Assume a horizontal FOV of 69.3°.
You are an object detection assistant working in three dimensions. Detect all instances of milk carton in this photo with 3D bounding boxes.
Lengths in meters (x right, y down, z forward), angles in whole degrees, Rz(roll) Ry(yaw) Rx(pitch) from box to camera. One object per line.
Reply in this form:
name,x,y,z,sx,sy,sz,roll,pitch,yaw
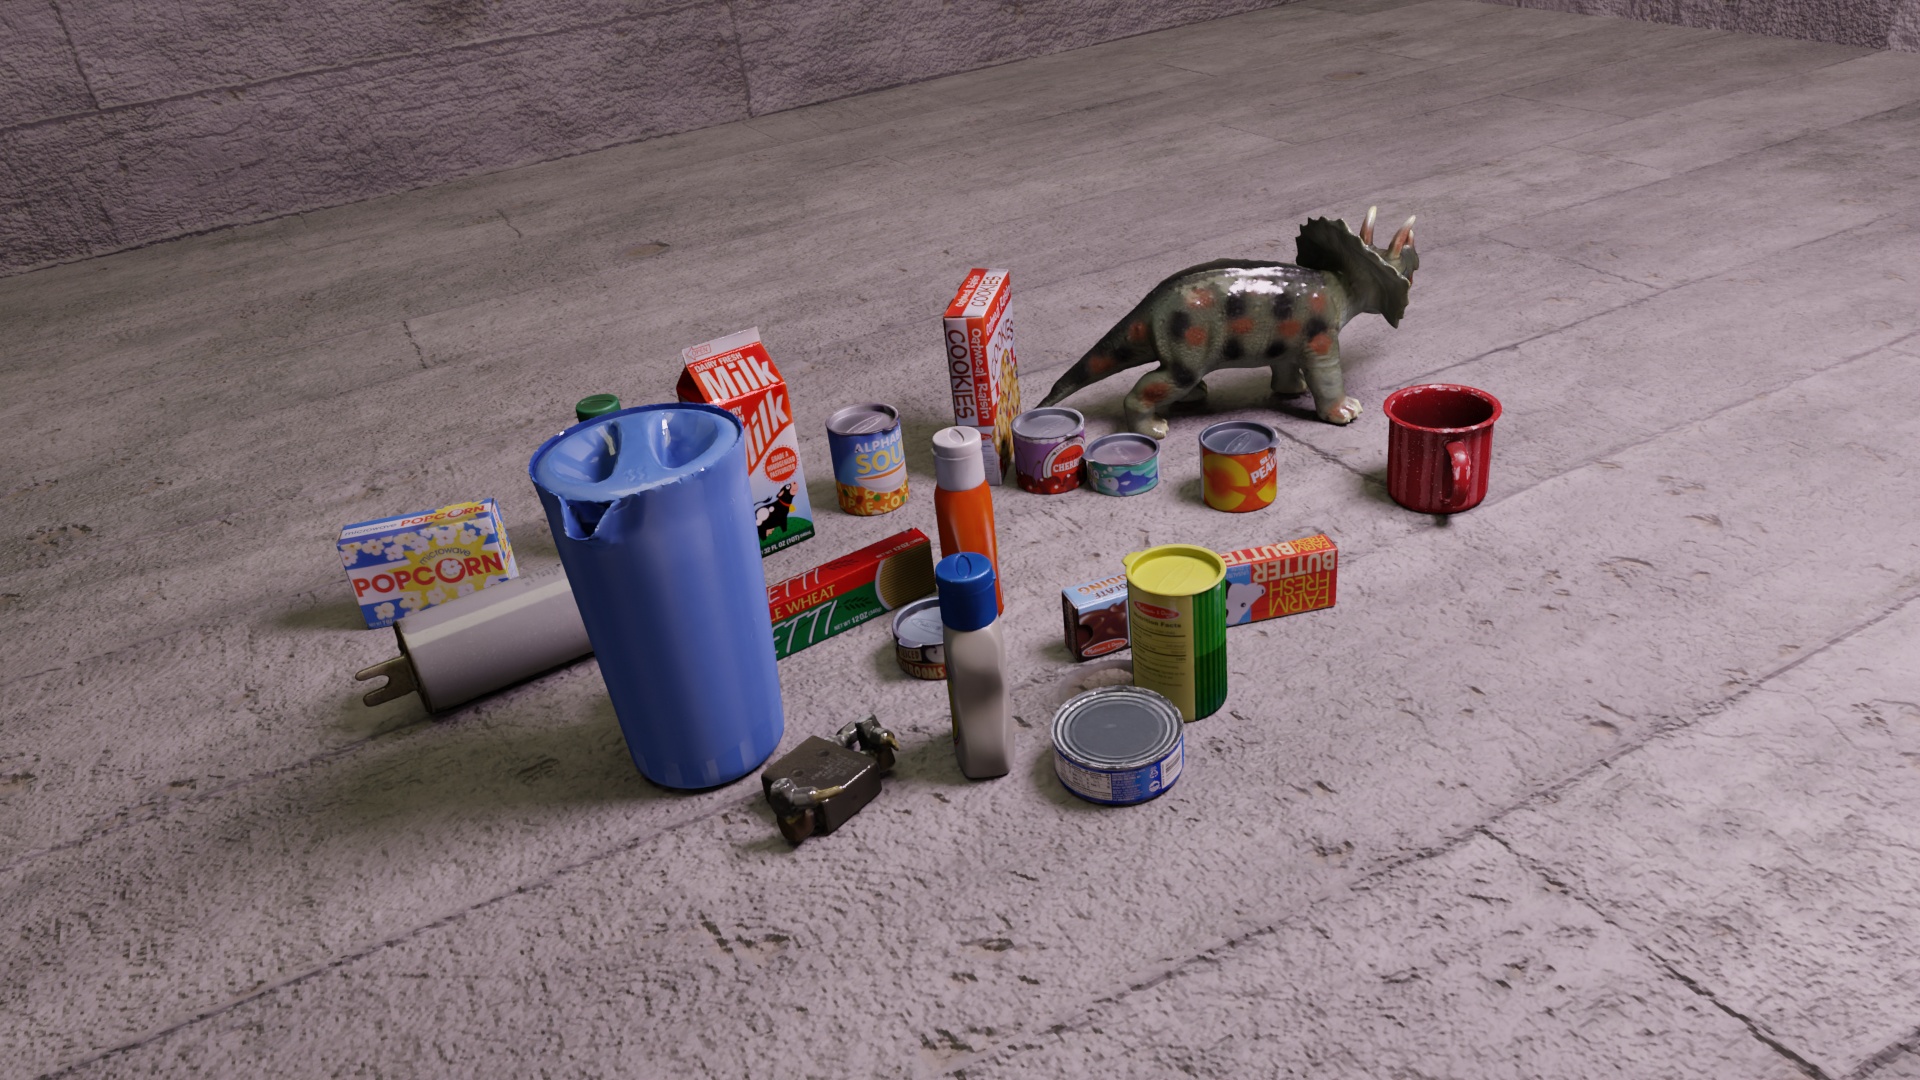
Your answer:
milk carton,-0.187,-0.085,1.189,0.072,0.189,0.073,-23,33,-27

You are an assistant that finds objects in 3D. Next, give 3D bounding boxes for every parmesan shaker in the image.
parmesan shaker,0.146,0.062,0.946,0.071,0.102,0.071,-5,29,3

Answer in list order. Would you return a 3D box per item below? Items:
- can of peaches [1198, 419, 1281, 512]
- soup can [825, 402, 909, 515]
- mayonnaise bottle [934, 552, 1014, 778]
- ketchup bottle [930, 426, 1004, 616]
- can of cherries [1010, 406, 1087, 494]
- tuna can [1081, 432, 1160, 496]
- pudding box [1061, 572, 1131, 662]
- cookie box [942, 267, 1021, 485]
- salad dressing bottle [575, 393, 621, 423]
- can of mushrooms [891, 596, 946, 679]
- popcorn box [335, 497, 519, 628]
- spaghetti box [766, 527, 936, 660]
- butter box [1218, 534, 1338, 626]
can of peaches,0.241,-0.063,1.193,0.071,0.057,0.071,-5,29,3
soup can,-0.081,-0.073,1.253,0.071,0.083,0.072,-5,29,3
mayonnaise bottle,0.009,0.079,0.899,0.041,0.147,0.065,-8,29,-1
ketchup bottle,0.004,-0.013,1.063,0.043,0.148,0.065,-13,30,-11
can of cherries,0.082,-0.081,1.258,0.071,0.058,0.072,-5,29,3
tuna can,0.145,-0.068,1.248,0.071,0.032,0.071,-5,29,3
pudding box,0.118,0.052,1.024,0.084,0.049,0.030,-16,30,-15
cookie box,0.022,-0.153,1.287,0.040,0.166,0.123,0,30,13
salad dressing bottle,-0.298,-0.053,1.200,0.064,0.147,0.044,-3,29,8
can of mushrooms,-0.018,0.073,1.032,0.071,0.033,0.071,-5,29,3
popcorn box,-0.445,0.019,1.167,0.127,0.084,0.038,-11,29,-7
spaghetti box,-0.130,0.058,1.067,0.251,0.050,0.029,-23,33,-26
butter box,0.228,0.031,1.034,0.103,0.053,0.024,-10,29,-6
